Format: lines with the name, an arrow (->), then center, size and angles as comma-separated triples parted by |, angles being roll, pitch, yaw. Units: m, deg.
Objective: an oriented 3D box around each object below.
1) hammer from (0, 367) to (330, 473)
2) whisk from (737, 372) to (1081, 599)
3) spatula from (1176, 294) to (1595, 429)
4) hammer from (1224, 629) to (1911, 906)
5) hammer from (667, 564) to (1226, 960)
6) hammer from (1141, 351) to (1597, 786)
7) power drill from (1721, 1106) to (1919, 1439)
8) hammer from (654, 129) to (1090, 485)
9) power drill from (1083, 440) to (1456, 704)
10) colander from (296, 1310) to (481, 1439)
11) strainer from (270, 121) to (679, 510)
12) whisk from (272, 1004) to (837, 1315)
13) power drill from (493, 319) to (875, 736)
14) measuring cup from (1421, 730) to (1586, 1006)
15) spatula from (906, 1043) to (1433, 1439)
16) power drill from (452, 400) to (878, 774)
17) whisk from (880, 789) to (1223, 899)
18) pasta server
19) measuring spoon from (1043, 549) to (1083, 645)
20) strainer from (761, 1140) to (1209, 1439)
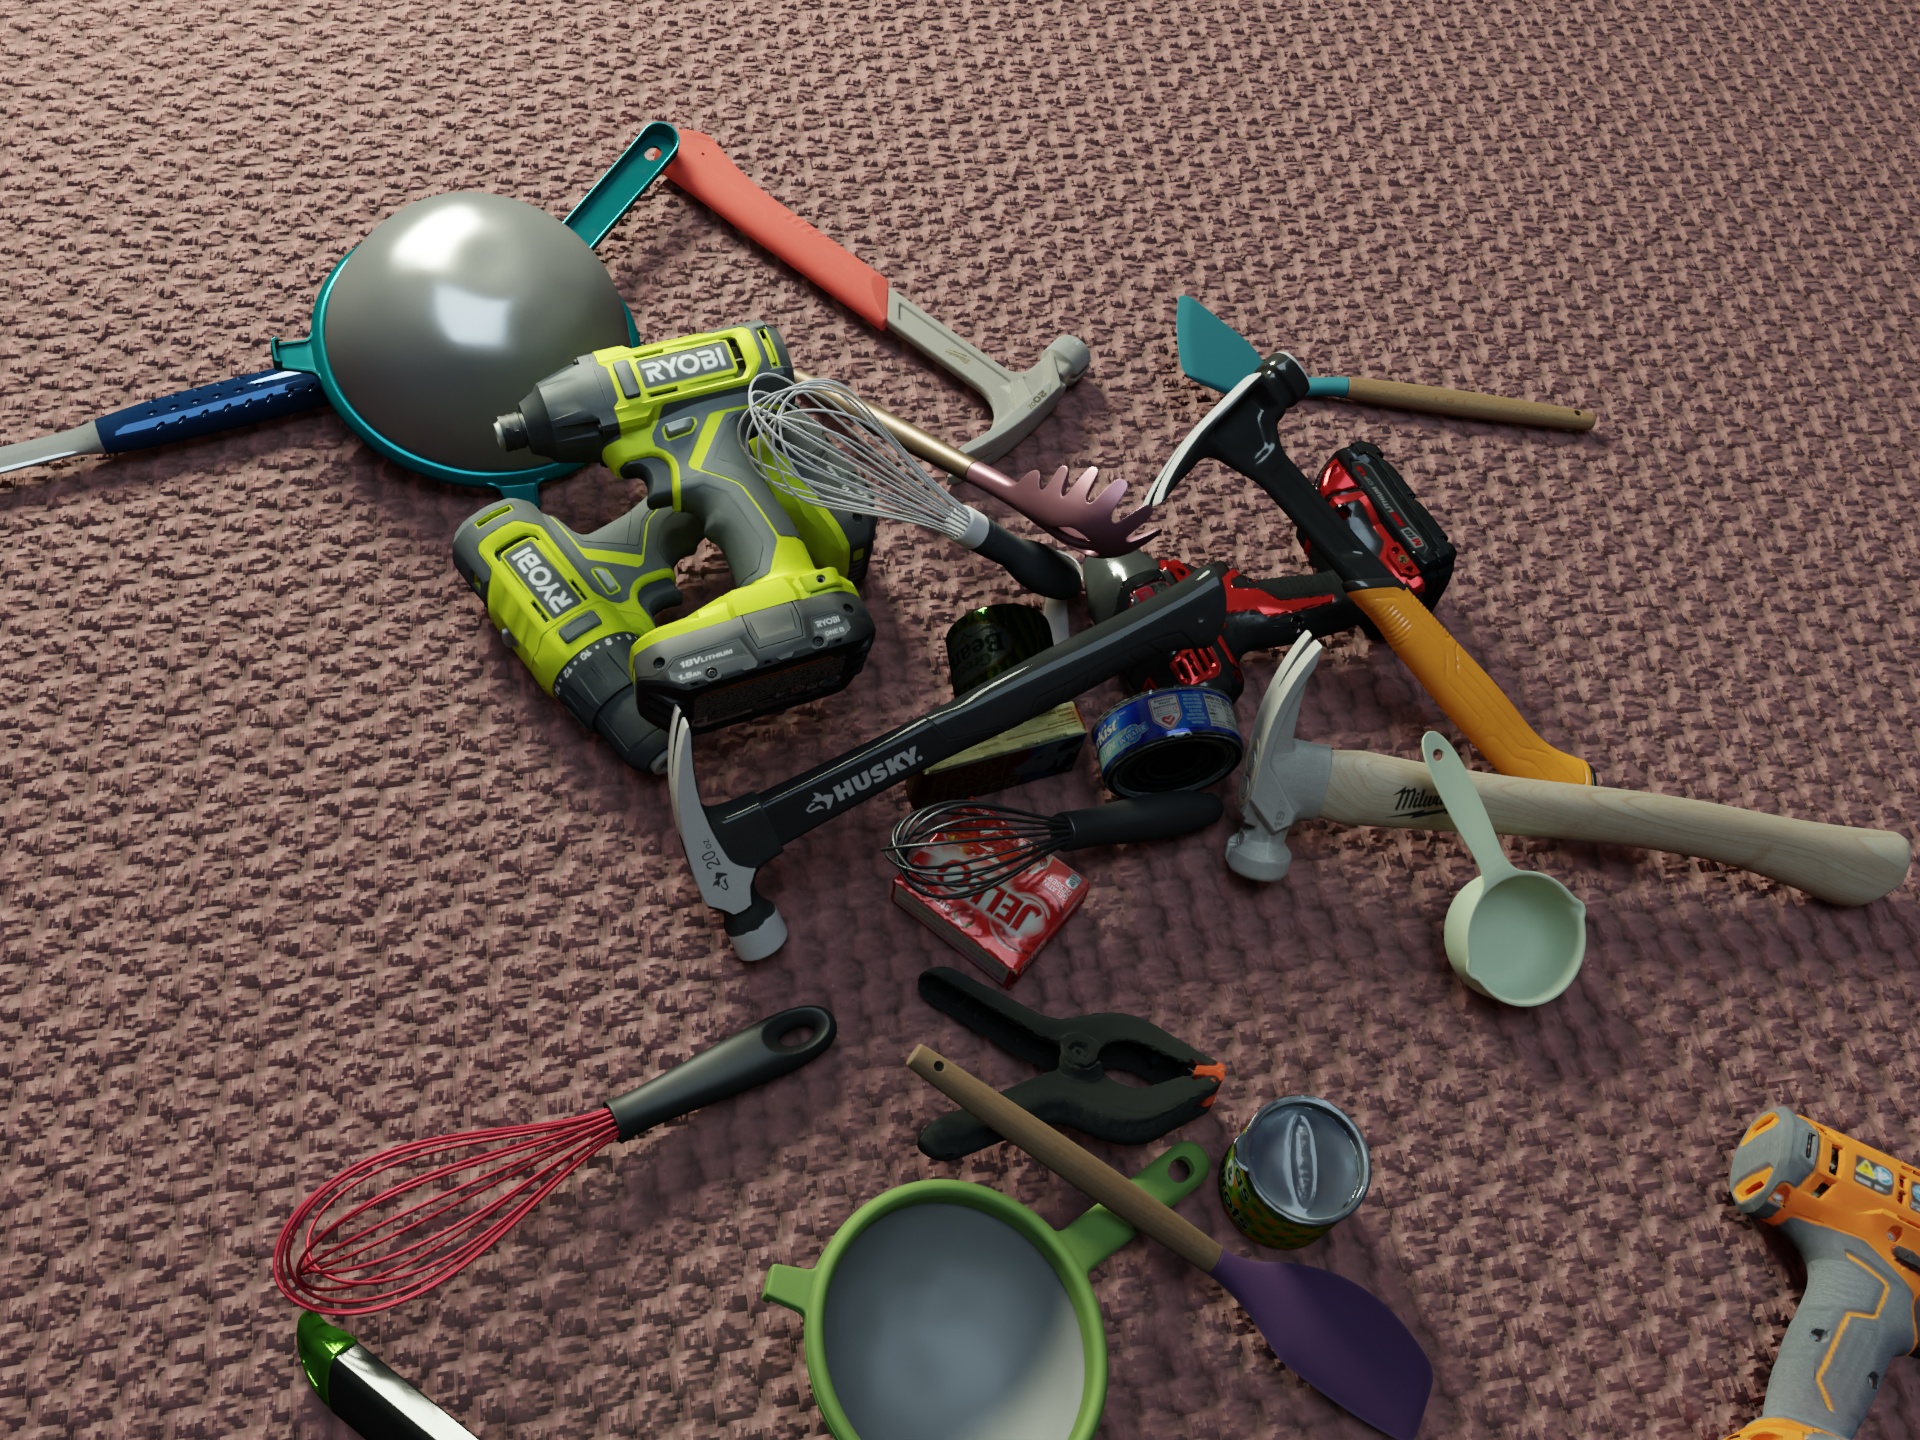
hammer -> -0.552, -0.180, 0.997 | 0.405, 0.035, 0.144 | -19, 64, -18
whisk -> -0.017, -0.122, 0.912 | 0.284, 0.070, 0.070 | 24, 45, -46
spatula -> 0.305, -0.241, 1.138 | 0.317, 0.044, 0.082 | 7, 55, -4
hammer -> 0.368, 0.047, 0.936 | 0.410, 0.146, 0.038 | 8, 21, -8
hammer -> -0.001, -0.003, 0.872 | 0.335, 0.146, 0.035 | -27, 28, -9
hammer -> 0.259, -0.057, 0.955 | 0.337, 0.034, 0.127 | 46, 77, -7
power drill -> 0.467, 0.326, 0.798 | 0.164, 0.084, 0.227 | 24, 56, 7
hammer -> -0.088, -0.311, 1.135 | 0.359, 0.036, 0.149 | 38, 62, 15
power drill -> 0.188, -0.090, 1.016 | 0.219, 0.078, 0.143 | -23, 65, -16
colander -> -0.129, 0.350, 0.690 | 0.397, 0.204, 0.094 | 24, 29, 26
strainer -> -0.275, -0.310, 1.045 | 0.211, 0.095, 0.340 | 32, 62, -5
whisk -> -0.192, 0.211, 0.799 | 0.296, 0.073, 0.073 | -22, 64, -26
power drill -> -0.154, -0.112, 0.901 | 0.171, 0.080, 0.223 | -18, 72, -17
measuring cup -> 0.295, 0.083, 0.908 | 0.083, 0.038, 0.167 | -26, 93, -13
spatula -> 0.106, 0.253, 0.793 | 0.316, 0.018, 0.060 | 34, 56, -4
power drill -> -0.165, -0.088, 0.969 | 0.228, 0.080, 0.191 | -35, 73, -22
whisk -> 0.060, 0.061, 0.890 | 0.239, 0.055, 0.055 | -6, 58, -35
pasta server -> -0.004, -0.172, 1.008 | 0.316, 0.060, 0.040 | 34, 78, 36
measuring spoon -> 0.058, -0.051, 1.013 | 0.034, 0.018, 0.124 | 9, 65, -10
strainer -> 0.027, 0.284, 0.785 | 0.256, 0.069, 0.151 | -23, 69, -39
